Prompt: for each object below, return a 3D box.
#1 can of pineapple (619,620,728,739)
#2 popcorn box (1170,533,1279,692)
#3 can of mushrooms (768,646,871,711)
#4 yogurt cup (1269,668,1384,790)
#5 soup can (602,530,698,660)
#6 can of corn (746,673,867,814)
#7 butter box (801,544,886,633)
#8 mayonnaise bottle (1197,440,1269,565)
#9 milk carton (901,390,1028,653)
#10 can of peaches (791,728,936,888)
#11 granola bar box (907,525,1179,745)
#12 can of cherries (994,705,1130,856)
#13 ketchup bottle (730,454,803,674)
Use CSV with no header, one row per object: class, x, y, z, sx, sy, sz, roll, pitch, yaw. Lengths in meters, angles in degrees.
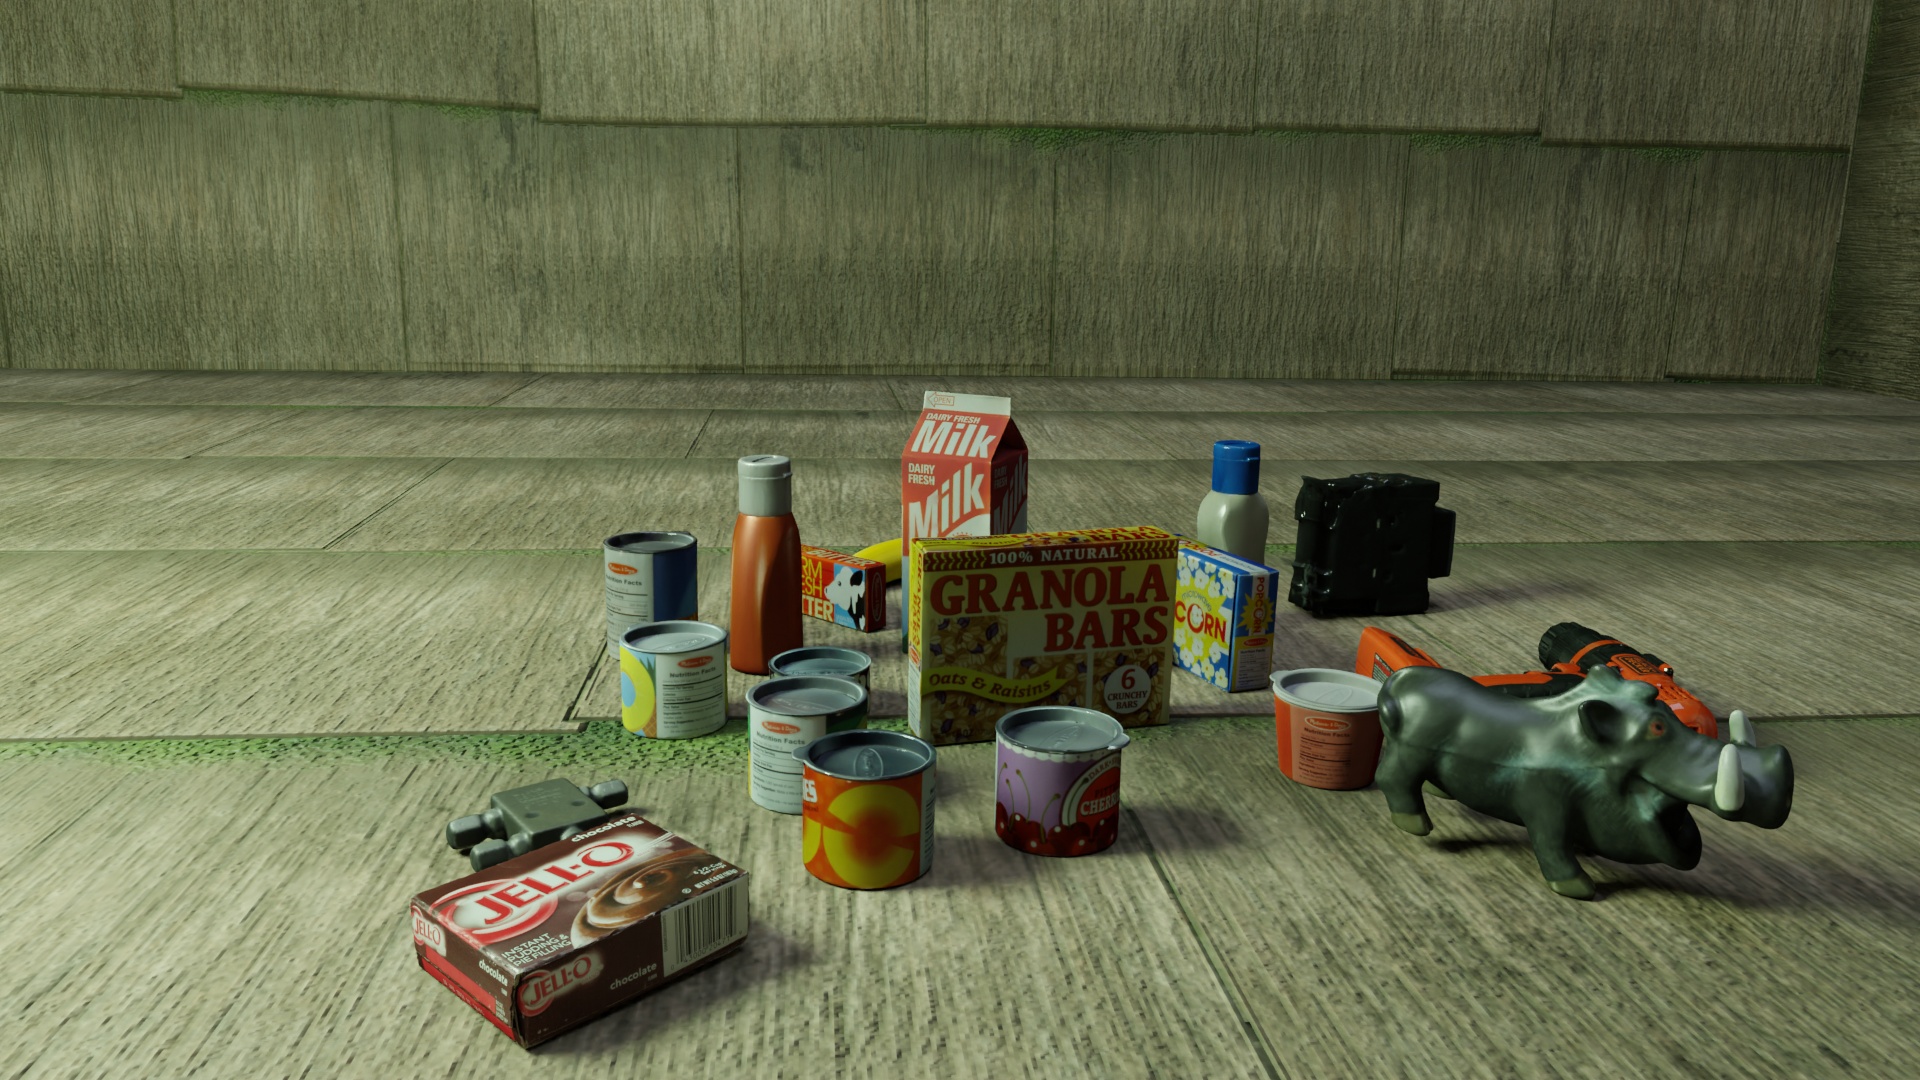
can of pineapple,-0.179,0.086,0.870,0.071,0.057,0.071,1,13,0
popcorn box,0.174,0.049,1.001,0.038,0.085,0.127,-5,14,-25
can of mushrooms,-0.091,0.094,0.897,0.071,0.033,0.071,1,13,0
yogurt cup,0.215,0.110,0.809,0.072,0.053,0.072,1,13,0
soup can,-0.222,0.040,1.009,0.071,0.083,0.071,1,13,0
can of corn,-0.083,0.111,0.768,0.071,0.058,0.071,1,13,0
butter box,-0.103,0.036,1.103,0.103,0.053,0.024,12,17,40
mayonnaise bottle,0.214,-0.004,1.095,0.065,0.147,0.041,-7,15,-32
milk carton,0.004,-0.013,1.021,0.072,0.190,0.074,7,14,24
can of peaches,-0.048,0.131,0.685,0.071,0.058,0.071,1,13,0
granola bar box,0.050,0.058,0.867,0.166,0.124,0.039,-3,13,-17
can of cherries,0.053,0.125,0.722,0.071,0.058,0.071,1,13,0
ketchup bottle,-0.136,0.016,0.977,0.043,0.148,0.065,6,13,20
